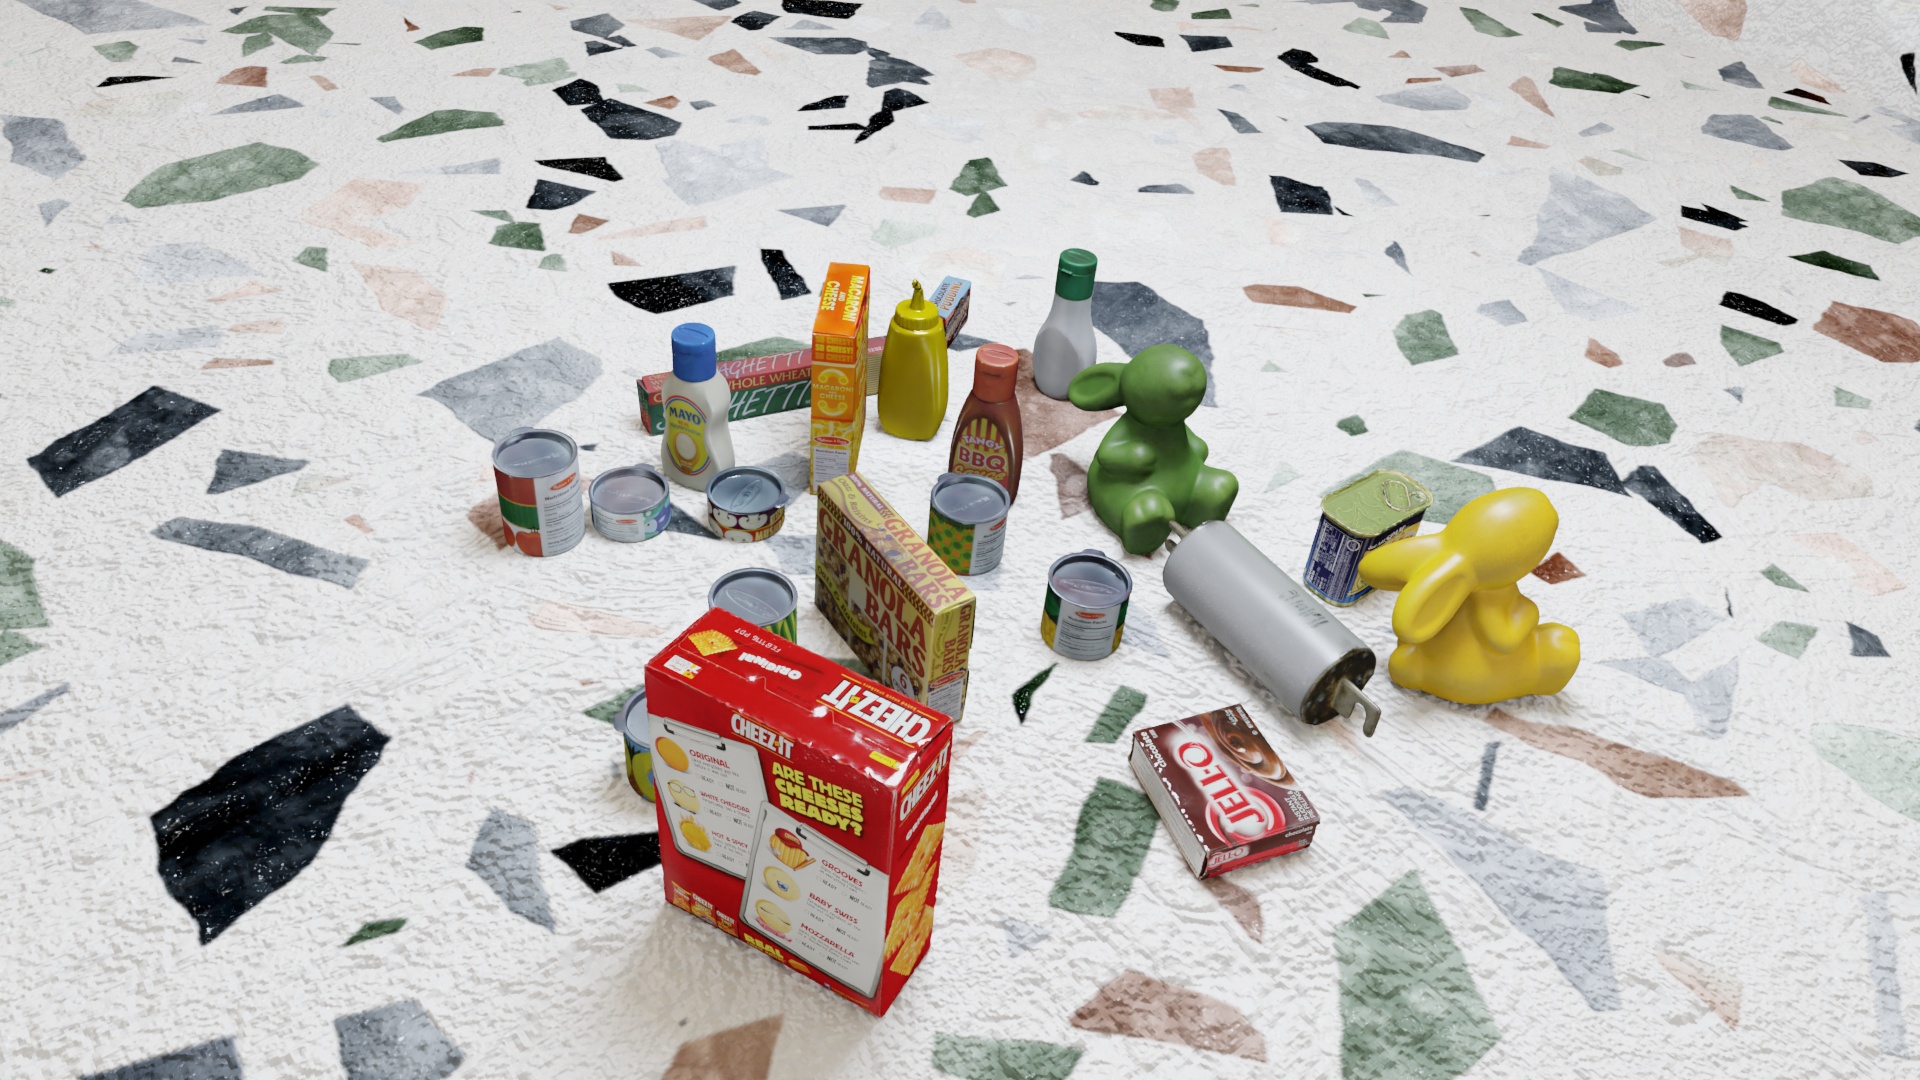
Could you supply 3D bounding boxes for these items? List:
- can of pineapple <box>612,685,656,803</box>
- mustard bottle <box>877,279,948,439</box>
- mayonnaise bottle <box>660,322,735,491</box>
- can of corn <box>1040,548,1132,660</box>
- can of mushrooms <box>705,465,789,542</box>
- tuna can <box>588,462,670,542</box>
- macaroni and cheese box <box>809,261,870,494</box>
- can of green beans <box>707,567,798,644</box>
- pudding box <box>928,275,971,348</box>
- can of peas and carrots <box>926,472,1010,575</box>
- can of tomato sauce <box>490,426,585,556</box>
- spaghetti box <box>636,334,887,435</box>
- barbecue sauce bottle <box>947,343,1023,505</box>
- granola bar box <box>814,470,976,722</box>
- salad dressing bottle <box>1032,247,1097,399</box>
[{"bbox_3d":[-0.198,0.137,0.948,0.071,0.057,0.071,4,39,-3],"label":"can of pineapple"},{"bbox_3d":[-0.040,-0.168,1.261,0.065,0.159,0.049,12,39,7],"label":"mustard bottle"},{"bbox_3d":[-0.225,-0.113,1.180,0.065,0.147,0.041,19,41,15],"label":"mayonnaise bottle"},{"bbox_3d":[0.099,0.050,1.092,0.071,0.058,0.071,4,39,-3],"label":"can of corn"},{"bbox_3d":[-0.179,-0.030,1.175,0.071,0.033,0.071,4,39,-3],"label":"can of mushrooms"},{"bbox_3d":[-0.276,-0.032,1.165,0.071,0.032,0.071,4,39,-3],"label":"tuna can"},{"bbox_3d":[-0.104,-0.141,1.215,0.040,0.165,0.124,5,39,-1],"label":"macaroni and cheese box"},{"bbox_3d":[-0.156,0.063,1.044,0.071,0.057,0.071,4,39,-3],"label":"can of green beans"},{"bbox_3d":[-0.017,-0.232,1.431,0.030,0.049,0.084,16,40,12],"label":"pudding box"},{"bbox_3d":[0.004,-0.015,1.159,0.071,0.058,0.071,4,39,-3],"label":"can of peas and carrots"},{"bbox_3d":[-0.342,-0.039,1.126,0.071,0.082,0.071,4,39,-3],"label":"can of tomato sauce"},{"bbox_3d":[-0.177,-0.147,1.306,0.251,0.049,0.029,-13,43,-22],"label":"spaghetti box"},{"bbox_3d":[0.025,-0.098,1.193,0.065,0.147,0.044,15,40,11],"label":"barbecue sauce bottle"},{"bbox_3d":[-0.052,0.045,1.028,0.039,0.123,0.166,-19,45,-28],"label":"granola bar box"},{"bbox_3d":[0.105,-0.208,1.340,0.064,0.146,0.044,29,44,26],"label":"salad dressing bottle"}]
